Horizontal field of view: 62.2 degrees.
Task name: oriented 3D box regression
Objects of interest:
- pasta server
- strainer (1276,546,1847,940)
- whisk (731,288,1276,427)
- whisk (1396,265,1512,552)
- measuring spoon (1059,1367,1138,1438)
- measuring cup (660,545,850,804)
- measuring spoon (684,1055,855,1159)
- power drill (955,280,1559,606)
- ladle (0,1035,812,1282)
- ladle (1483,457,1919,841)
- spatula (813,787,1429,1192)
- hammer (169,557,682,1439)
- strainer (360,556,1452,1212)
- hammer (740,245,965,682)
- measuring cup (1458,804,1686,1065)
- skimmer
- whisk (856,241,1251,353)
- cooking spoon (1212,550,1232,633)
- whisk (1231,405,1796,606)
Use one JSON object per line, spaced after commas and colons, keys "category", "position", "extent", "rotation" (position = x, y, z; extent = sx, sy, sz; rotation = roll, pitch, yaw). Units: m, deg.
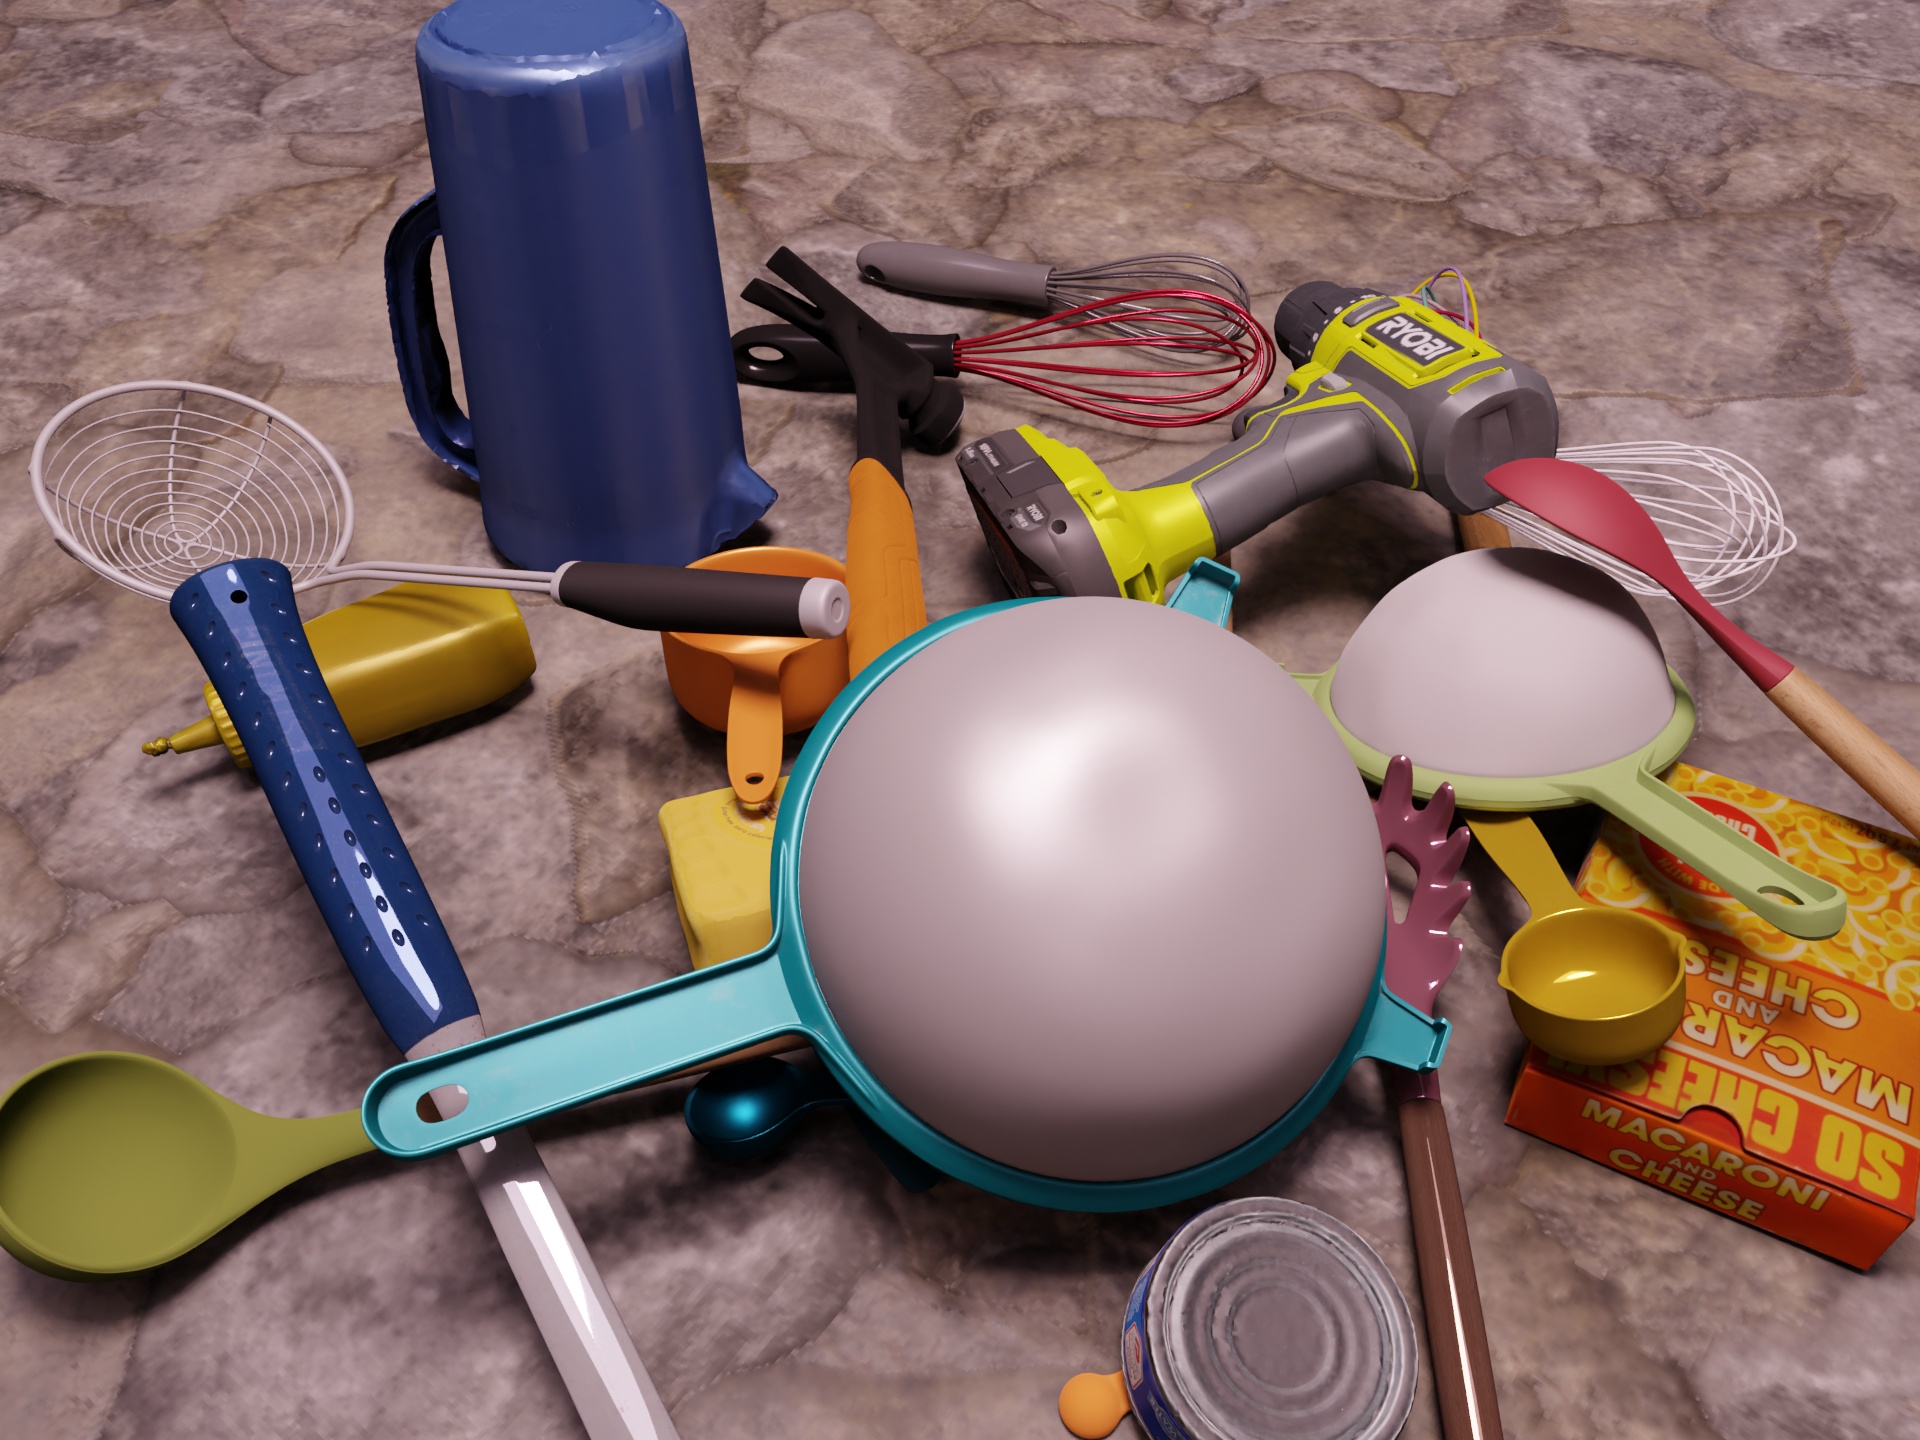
{"category": "pasta server", "position": [0.155, 0.149, 0.521], "extent": [0.060, 0.040, 0.317], "rotation": [-5, 51, 9]}
{"category": "strainer", "position": [0.235, -0.008, 0.603], "extent": [0.151, 0.069, 0.257], "rotation": [-15, 28, -11]}
{"category": "whisk", "position": [0.017, -0.194, 0.843], "extent": [0.296, 0.073, 0.073], "rotation": [3, 47, 11]}
{"category": "whisk", "position": [0.253, -0.147, 0.813], "extent": [0.047, 0.051, 0.245], "rotation": [-12, 48, 18]}
{"category": "measuring spoon", "position": [0.085, 0.197, 0.505], "extent": [0.117, 0.011, 0.021], "rotation": [-17, 49, -15]}
{"category": "measuring cup", "position": [-0.082, -0.006, 0.655], "extent": [0.095, 0.052, 0.174], "rotation": [-3, 38, -3]}
{"category": "measuring spoon", "position": [-0.031, 0.133, 0.551], "extent": [0.128, 0.021, 0.042], "rotation": [-7, 30, 3]}
{"category": "power drill", "position": [0.121, -0.123, 0.714], "extent": [0.228, 0.080, 0.191], "rotation": [-25, 34, -2]}
{"category": "ladle", "position": [-0.158, 0.121, 0.537], "extent": [0.320, 0.062, 0.078], "rotation": [-12, 51, -7]}
{"category": "ladle", "position": [0.323, 0.004, 0.589], "extent": [0.315, 0.031, 0.069], "rotation": [46, 29, 12]}
{"category": "spatula", "position": [0.096, 0.072, 0.616], "extent": [0.317, 0.044, 0.082], "rotation": [-21, 49, -24]}
{"category": "hammer", "position": [-0.165, 0.112, 0.503], "extent": [0.144, 0.035, 0.406], "rotation": [-26, 67, -21]}
{"category": "strainer", "position": [-0.010, 0.058, 0.478], "extent": [0.340, 0.095, 0.211], "rotation": [-17, 73, -17]}
{"category": "hammer", "position": [-0.039, -0.090, 0.683], "extent": [0.127, 0.034, 0.337], "rotation": [34, 28, -29]}
{"category": "measuring cup", "position": [0.210, 0.068, 0.575], "extent": [0.062, 0.029, 0.157], "rotation": [-15, 26, 6]}
{"category": "skimmer", "position": [-0.213, -0.084, 0.640], "extent": [0.363, 0.090, 0.127], "rotation": [7, 36, 25]}
{"category": "whisk", "position": [0.049, -0.247, 0.900], "extent": [0.239, 0.055, 0.055], "rotation": [13, 48, 19]}
{"category": "cooking spoon", "position": [0.106, -0.011, 0.669], "extent": [0.068, 0.017, 0.319], "rotation": [17, 40, -4]}
{"category": "whisk", "position": [0.238, -0.111, 0.733], "extent": [0.070, 0.070, 0.285], "rotation": [-34, 38, -27]}
